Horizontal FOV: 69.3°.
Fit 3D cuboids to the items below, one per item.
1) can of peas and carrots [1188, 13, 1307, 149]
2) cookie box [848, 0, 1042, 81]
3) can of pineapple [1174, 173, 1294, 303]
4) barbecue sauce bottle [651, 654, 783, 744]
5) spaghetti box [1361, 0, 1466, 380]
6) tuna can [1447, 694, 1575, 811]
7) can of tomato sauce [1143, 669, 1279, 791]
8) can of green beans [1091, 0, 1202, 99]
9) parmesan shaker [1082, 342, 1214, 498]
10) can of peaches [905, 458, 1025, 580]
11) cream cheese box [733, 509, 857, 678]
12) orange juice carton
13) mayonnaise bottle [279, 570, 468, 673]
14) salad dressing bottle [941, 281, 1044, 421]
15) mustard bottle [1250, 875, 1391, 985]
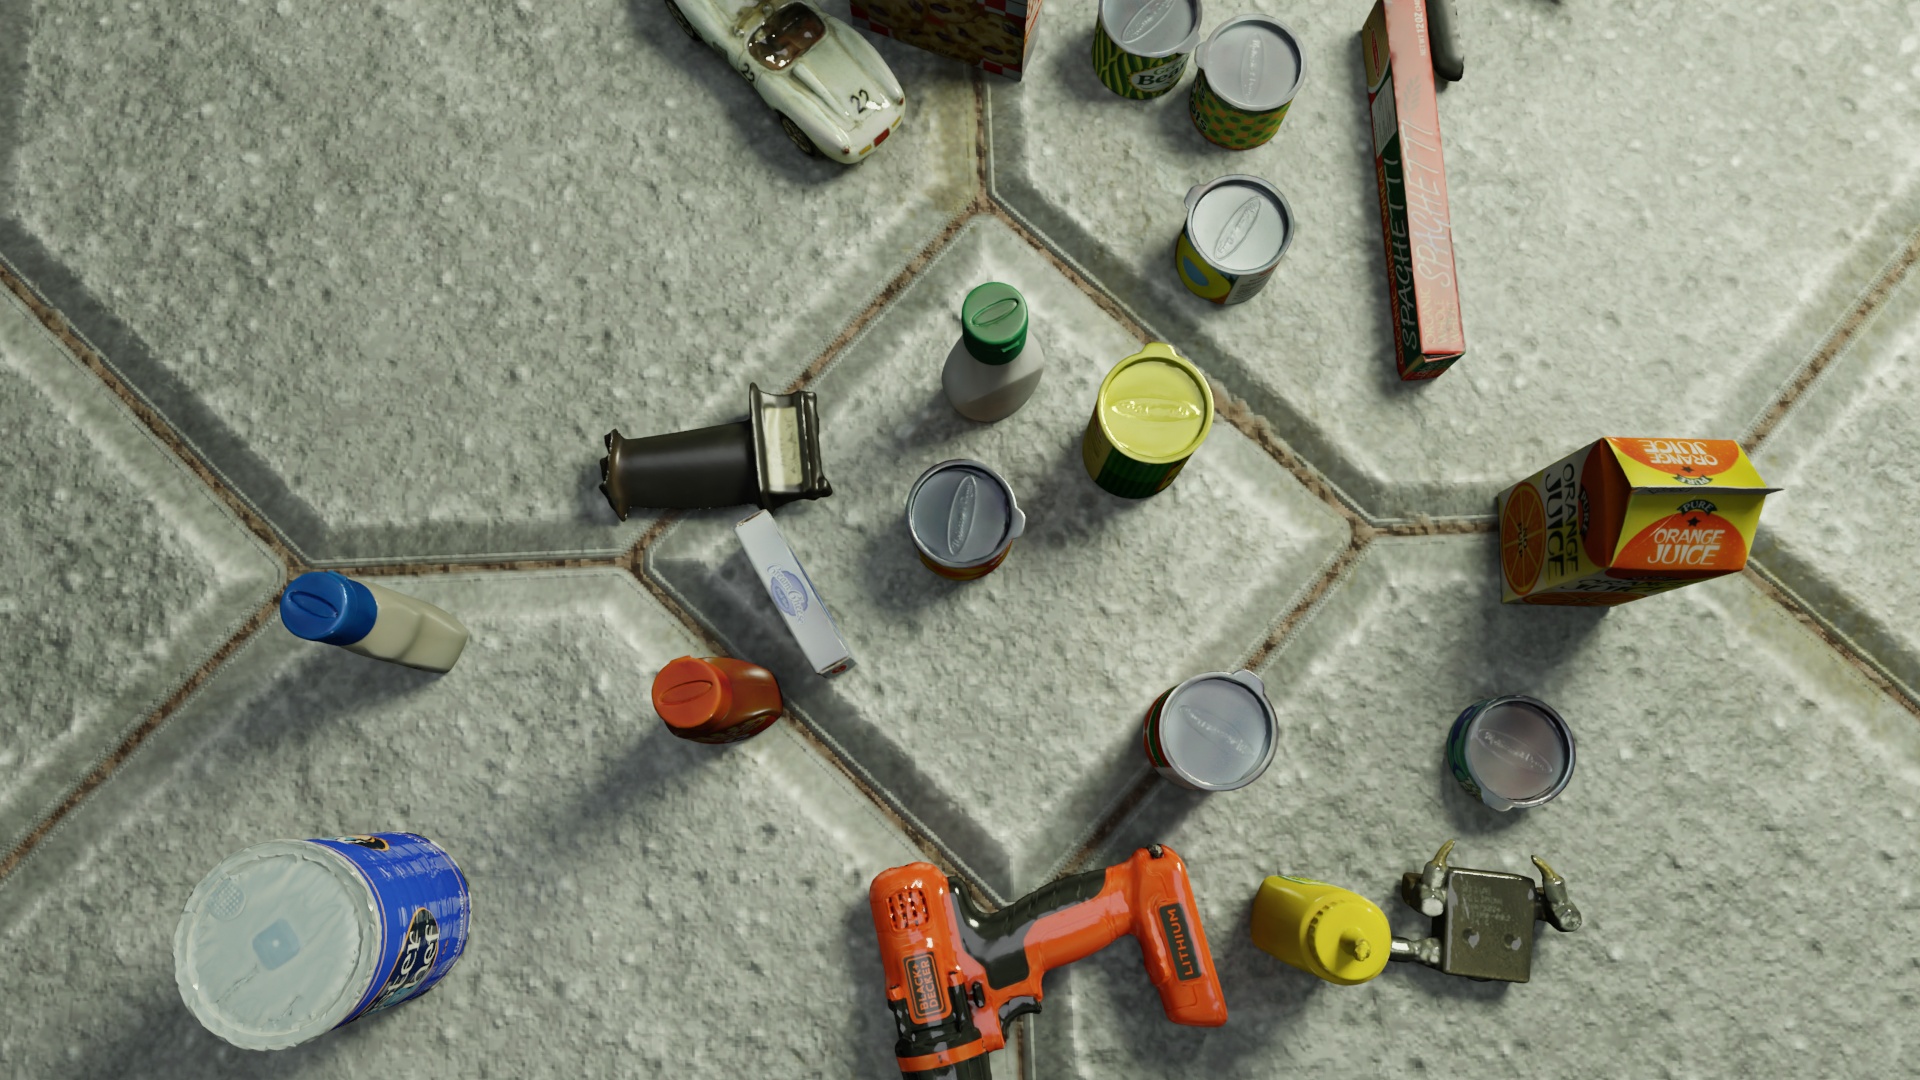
[{"bbox_3d":[0.182,-0.295,0.897,0.071,0.058,0.071,0,80,0],"label":"can of peas and carrots"},{"bbox_3d":[-0.010,-0.359,0.854,0.123,0.167,0.040,20,81,4],"label":"cookie box"},{"bbox_3d":[0.171,-0.191,0.878,0.071,0.057,0.071,0,80,0],"label":"can of pineapple"},{"bbox_3d":[-0.140,0.089,0.780,0.065,0.148,0.044,-16,80,-3],"label":"barbecue sauce bottle"},{"bbox_3d":[0.288,-0.227,0.889,0.029,0.050,0.250,-3,80,0],"label":"spaghetti box"},{"bbox_3d":[0.328,0.129,0.831,0.071,0.032,0.071,0,80,0],"label":"tuna can"},{"bbox_3d":[0.144,0.110,0.809,0.071,0.083,0.071,0,80,0],"label":"can of tomato sauce"},{"bbox_3d":[0.120,-0.330,0.904,0.071,0.057,0.071,0,80,0],"label":"can of green beans"},{"bbox_3d":[0.110,-0.069,0.833,0.071,0.103,0.071,0,80,0],"label":"parmesan shaker"},{"bbox_3d":[0.003,-0.011,0.845,0.071,0.058,0.071,0,80,0],"label":"can of peaches"},{"bbox_3d":[-0.099,0.034,0.839,0.024,0.053,0.104,-30,81,-5],"label":"cream cheese box"},{"bbox_3d":[0.371,-0.010,0.776,0.072,0.192,0.073,2,80,1],"label":"orange juice carton"},{"bbox_3d":[-0.334,0.046,0.789,0.065,0.148,0.041,23,81,4],"label":"mayonnaise bottle"},{"bbox_3d":[0.020,-0.110,0.818,0.064,0.147,0.044,-26,81,-4],"label":"salad dressing bottle"},{"bbox_3d":[0.200,0.212,0.751,0.065,0.160,0.049,13,80,2],"label":"mustard bottle"}]
